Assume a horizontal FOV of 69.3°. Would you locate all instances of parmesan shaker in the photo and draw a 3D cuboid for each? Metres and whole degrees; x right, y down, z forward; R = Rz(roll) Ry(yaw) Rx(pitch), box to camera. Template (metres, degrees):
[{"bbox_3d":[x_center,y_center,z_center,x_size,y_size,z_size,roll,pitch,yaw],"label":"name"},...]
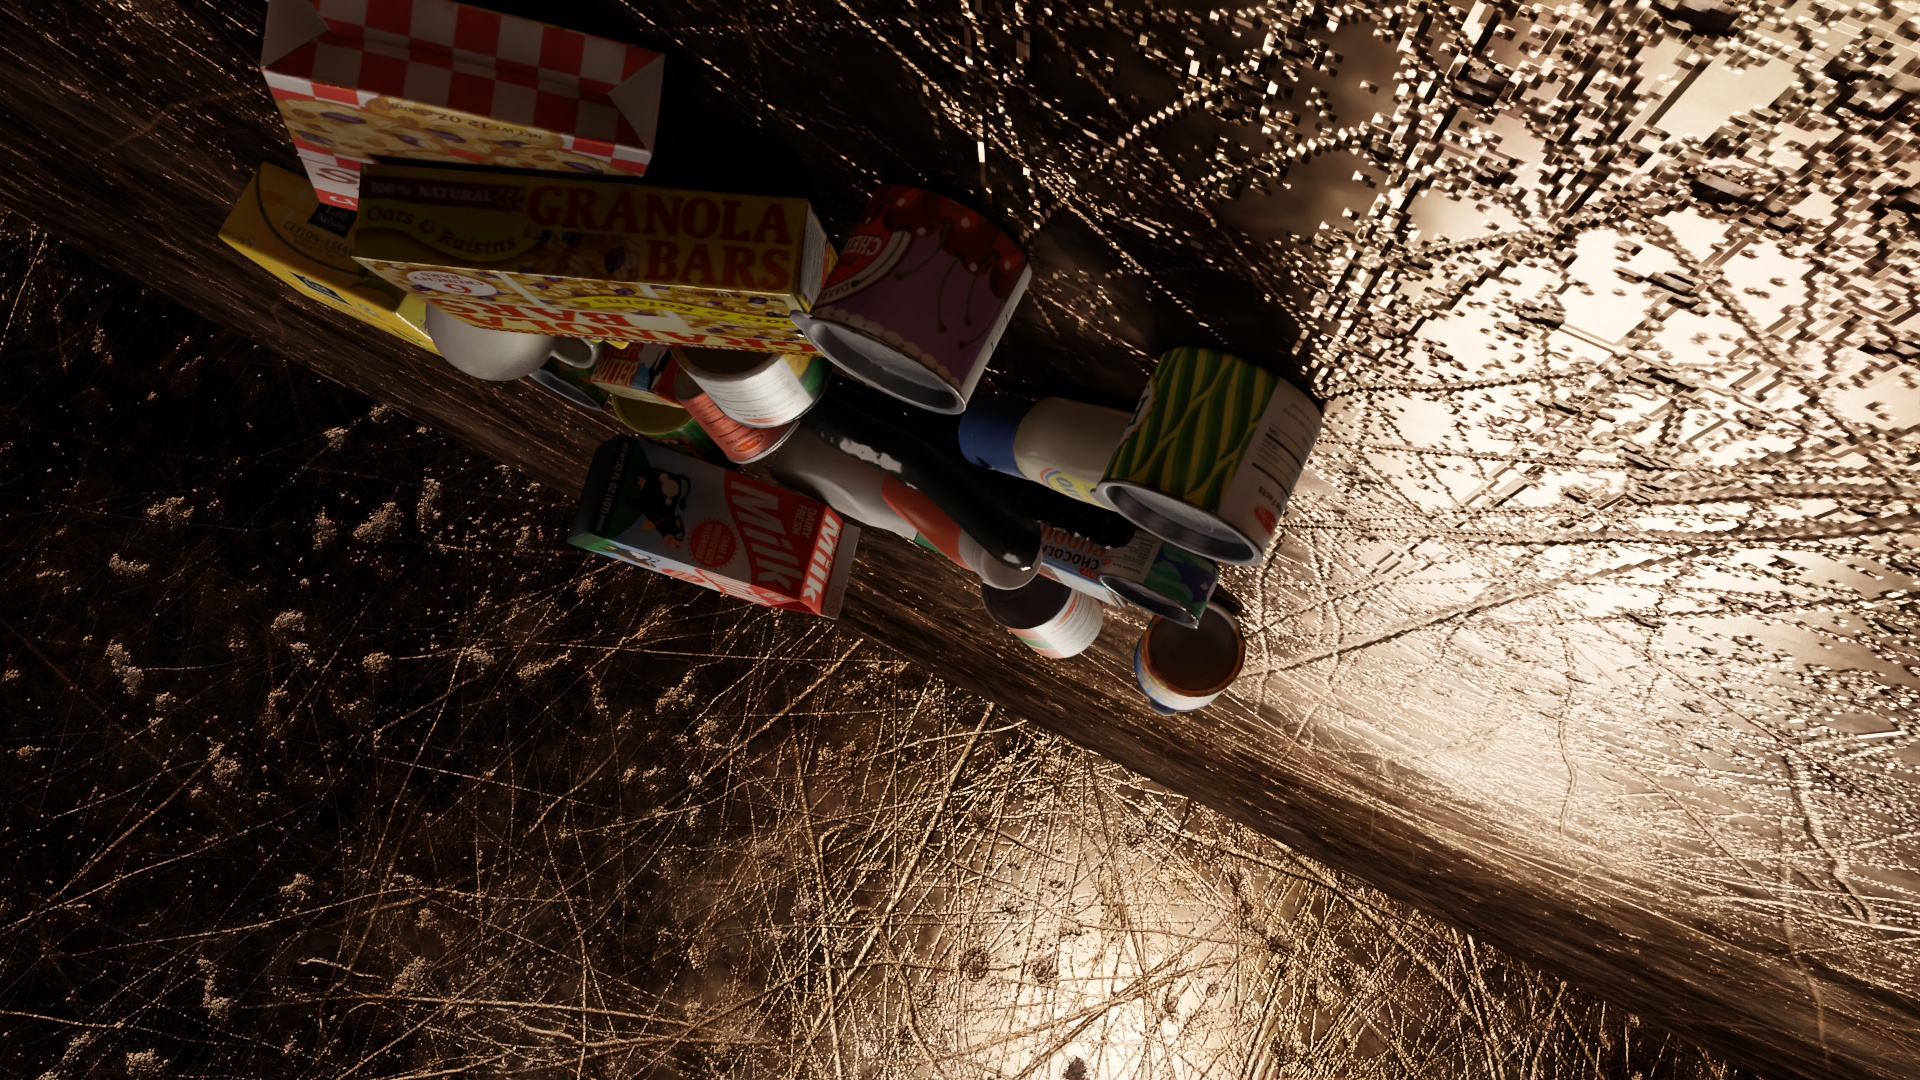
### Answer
[{"bbox_3d":[-0.183,-0.085,0.945,0.071,0.071,0.103,24,170,16],"label":"parmesan shaker"}]

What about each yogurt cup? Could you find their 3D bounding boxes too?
[{"bbox_3d":[-0.128,-0.086,0.804,0.054,0.072,0.072,43,163,-35],"label":"yogurt cup"}]

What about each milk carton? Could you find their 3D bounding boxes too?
[{"bbox_3d":[-0.162,-0.005,0.954,0.190,0.072,0.073,19,167,-24],"label":"milk carton"}]

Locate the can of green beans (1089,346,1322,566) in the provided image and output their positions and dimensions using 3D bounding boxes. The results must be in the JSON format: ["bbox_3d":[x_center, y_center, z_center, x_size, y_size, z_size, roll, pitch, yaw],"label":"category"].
[{"bbox_3d":[0.092,-0.031,0.514,0.071,0.058,0.071,26,171,5],"label":"can of green beans"}]

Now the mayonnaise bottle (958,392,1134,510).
[{"bbox_3d":[0.062,-0.036,0.618,0.148,0.041,0.064,18,170,44],"label":"mayonnaise bottle"}]

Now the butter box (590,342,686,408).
[{"bbox_3d":[-0.190,-0.113,0.856,0.024,0.053,0.103,30,171,-36],"label":"butter box"}]

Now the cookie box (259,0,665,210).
[{"bbox_3d":[-0.187,-0.155,0.532,0.123,0.040,0.167,7,177,-19],"label":"cookie box"}]

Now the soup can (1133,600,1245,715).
[{"bbox_3d":[0.150,0.079,0.921,0.071,0.071,0.083,25,170,8],"label":"soup can"}]

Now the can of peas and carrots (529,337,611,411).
[{"bbox_3d":[-0.258,-0.129,0.935,0.071,0.059,0.071,26,170,5],"label":"can of peas and carrots"}]

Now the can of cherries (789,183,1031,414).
[{"bbox_3d":[-0.017,-0.088,0.502,0.071,0.058,0.071,26,172,4],"label":"can of cherries"}]

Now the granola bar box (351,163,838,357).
[{"bbox_3d":[-0.135,-0.108,0.559,0.166,0.039,0.124,5,177,3],"label":"granola bar box"}]

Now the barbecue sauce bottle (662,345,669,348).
[{"bbox_3d":[-0.181,-0.144,0.691,0.065,0.044,0.148,19,169,39],"label":"barbecue sauce bottle"}]

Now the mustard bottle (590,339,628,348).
[{"bbox_3d":[-0.220,-0.147,0.764,0.160,0.049,0.065,30,171,-19],"label":"mustard bottle"}]

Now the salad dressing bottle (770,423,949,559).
[{"bbox_3d":[-0.058,-0.032,0.973,0.148,0.044,0.064,26,170,-2],"label":"salad dressing bottle"}]

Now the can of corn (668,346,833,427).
[{"bbox_3d":[-0.101,-0.097,0.668,0.071,0.071,0.058,24,169,16],"label":"can of corn"}]

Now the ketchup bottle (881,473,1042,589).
[{"bbox_3d":[0.003,-0.010,0.814,0.065,0.043,0.149,24,-173,-25],"label":"ketchup bottle"}]

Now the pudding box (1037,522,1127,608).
[{"bbox_3d":[0.070,0.010,0.893,0.084,0.030,0.049,23,171,24],"label":"pudding box"}]

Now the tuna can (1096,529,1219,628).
[{"bbox_3d":[0.118,0.022,0.816,0.071,0.033,0.071,26,171,5],"label":"tuna can"}]

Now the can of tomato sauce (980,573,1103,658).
[{"bbox_3d":[0.058,0.041,0.984,0.071,0.071,0.083,22,170,27],"label":"can of tomato sauce"}]
